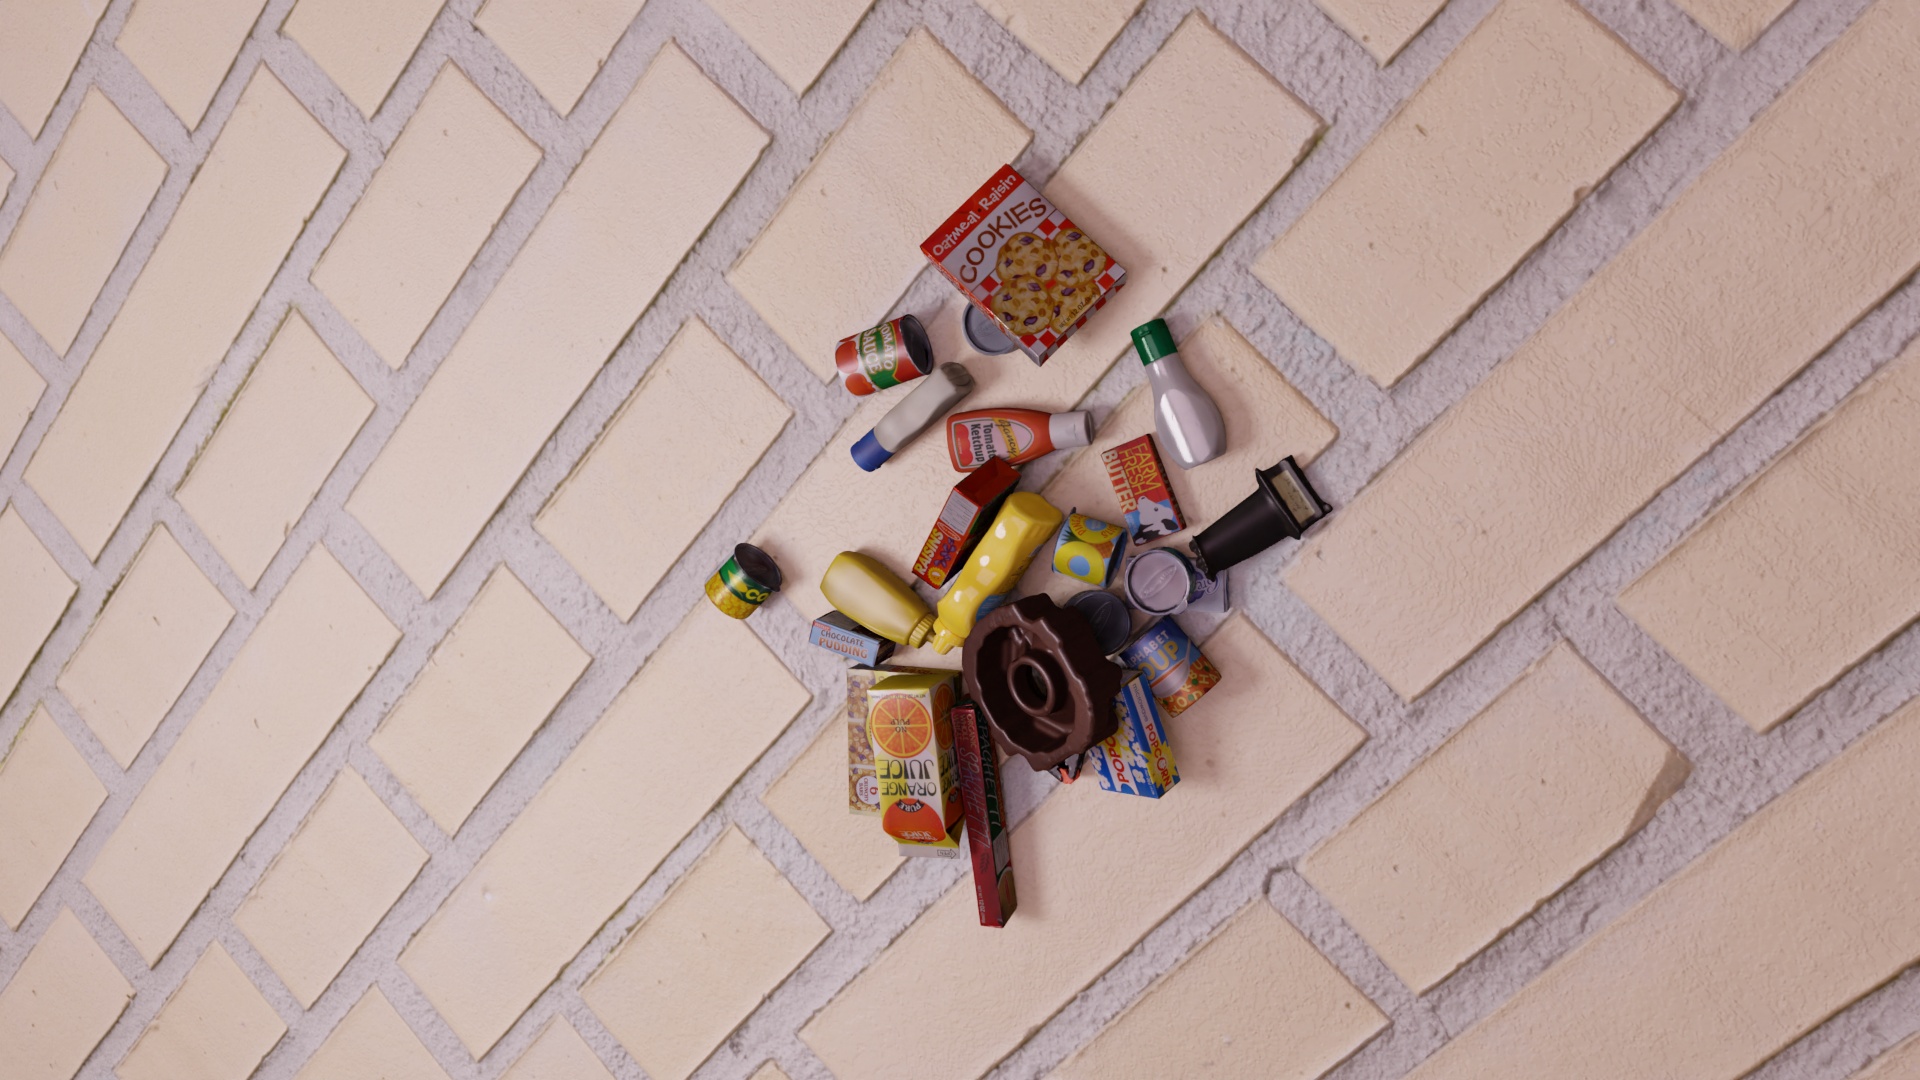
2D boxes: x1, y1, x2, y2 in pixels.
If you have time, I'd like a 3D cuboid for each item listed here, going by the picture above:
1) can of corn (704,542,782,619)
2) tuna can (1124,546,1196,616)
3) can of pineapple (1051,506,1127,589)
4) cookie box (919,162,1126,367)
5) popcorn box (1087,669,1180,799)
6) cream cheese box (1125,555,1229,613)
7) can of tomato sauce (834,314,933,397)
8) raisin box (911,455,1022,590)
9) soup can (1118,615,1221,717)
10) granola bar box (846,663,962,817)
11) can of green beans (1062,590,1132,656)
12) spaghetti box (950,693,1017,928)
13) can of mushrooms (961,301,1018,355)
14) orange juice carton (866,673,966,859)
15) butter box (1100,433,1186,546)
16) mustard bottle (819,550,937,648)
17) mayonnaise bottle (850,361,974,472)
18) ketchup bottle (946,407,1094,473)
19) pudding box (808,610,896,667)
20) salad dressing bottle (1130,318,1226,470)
[{"bbox_3d":[-0.241,0.048,1.550,0.058,0.071,0.071,-44,81,22],"label":"can of corn"},{"bbox_3d":[0.199,0.041,1.369,0.071,0.033,0.071,3,98,21],"label":"tuna can"},{"bbox_3d":[0.131,0.009,1.400,0.058,0.071,0.070,18,104,17],"label":"can of pineapple"},{"bbox_3d":[0.062,-0.275,1.380,0.123,0.040,0.167,-45,80,-3],"label":"cookie box"},{"bbox_3d":[0.162,0.192,1.398,0.085,0.038,0.126,-3,110,52],"label":"popcorn box"},{"bbox_3d":[0.217,0.043,1.395,0.104,0.024,0.053,1,98,21],"label":"cream cheese box"},{"bbox_3d":[-0.081,-0.193,1.453,0.083,0.071,0.071,-17,91,23],"label":"can of tomato sauce"},{"bbox_3d":[0.005,-0.018,1.416,0.040,0.086,0.122,36,130,11],"label":"raisin box"},{"bbox_3d":[0.208,0.126,1.384,0.071,0.071,0.084,-43,81,21],"label":"soup can"},{"bbox_3d":[-0.060,0.221,1.519,0.124,0.039,0.165,2,98,20],"label":"granola bar box"},{"bbox_3d":[0.136,0.083,1.402,0.071,0.058,0.071,0,89,-3],"label":"can of green beans"},{"bbox_3d":[0.026,0.286,1.479,0.028,0.050,0.249,-4,100,21],"label":"spaghetti box"},{"bbox_3d":[0.036,-0.225,1.423,0.071,0.033,0.071,3,99,21],"label":"can of mushrooms"},{"bbox_3d":[-0.043,0.240,1.453,0.072,0.073,0.192,-4,96,20],"label":"orange juice carton"},{"bbox_3d":[0.184,-0.051,1.395,0.053,0.024,0.103,-21,90,23],"label":"butter box"},{"bbox_3d":[-0.075,0.075,1.499,0.160,0.049,0.065,35,108,13],"label":"mustard bottle"},{"bbox_3d":[-0.054,-0.128,1.458,0.147,0.065,0.041,-38,87,25],"label":"mayonnaise bottle"},{"bbox_3d":[0.062,-0.108,1.424,0.149,0.044,0.064,-6,100,21],"label":"ketchup bottle"},{"bbox_3d":[-0.117,0.107,1.520,0.084,0.050,0.030,19,106,18],"label":"pudding box"},{"bbox_3d":[0.211,-0.144,1.362,0.064,0.044,0.147,-24,87,24],"label":"salad dressing bottle"}]
